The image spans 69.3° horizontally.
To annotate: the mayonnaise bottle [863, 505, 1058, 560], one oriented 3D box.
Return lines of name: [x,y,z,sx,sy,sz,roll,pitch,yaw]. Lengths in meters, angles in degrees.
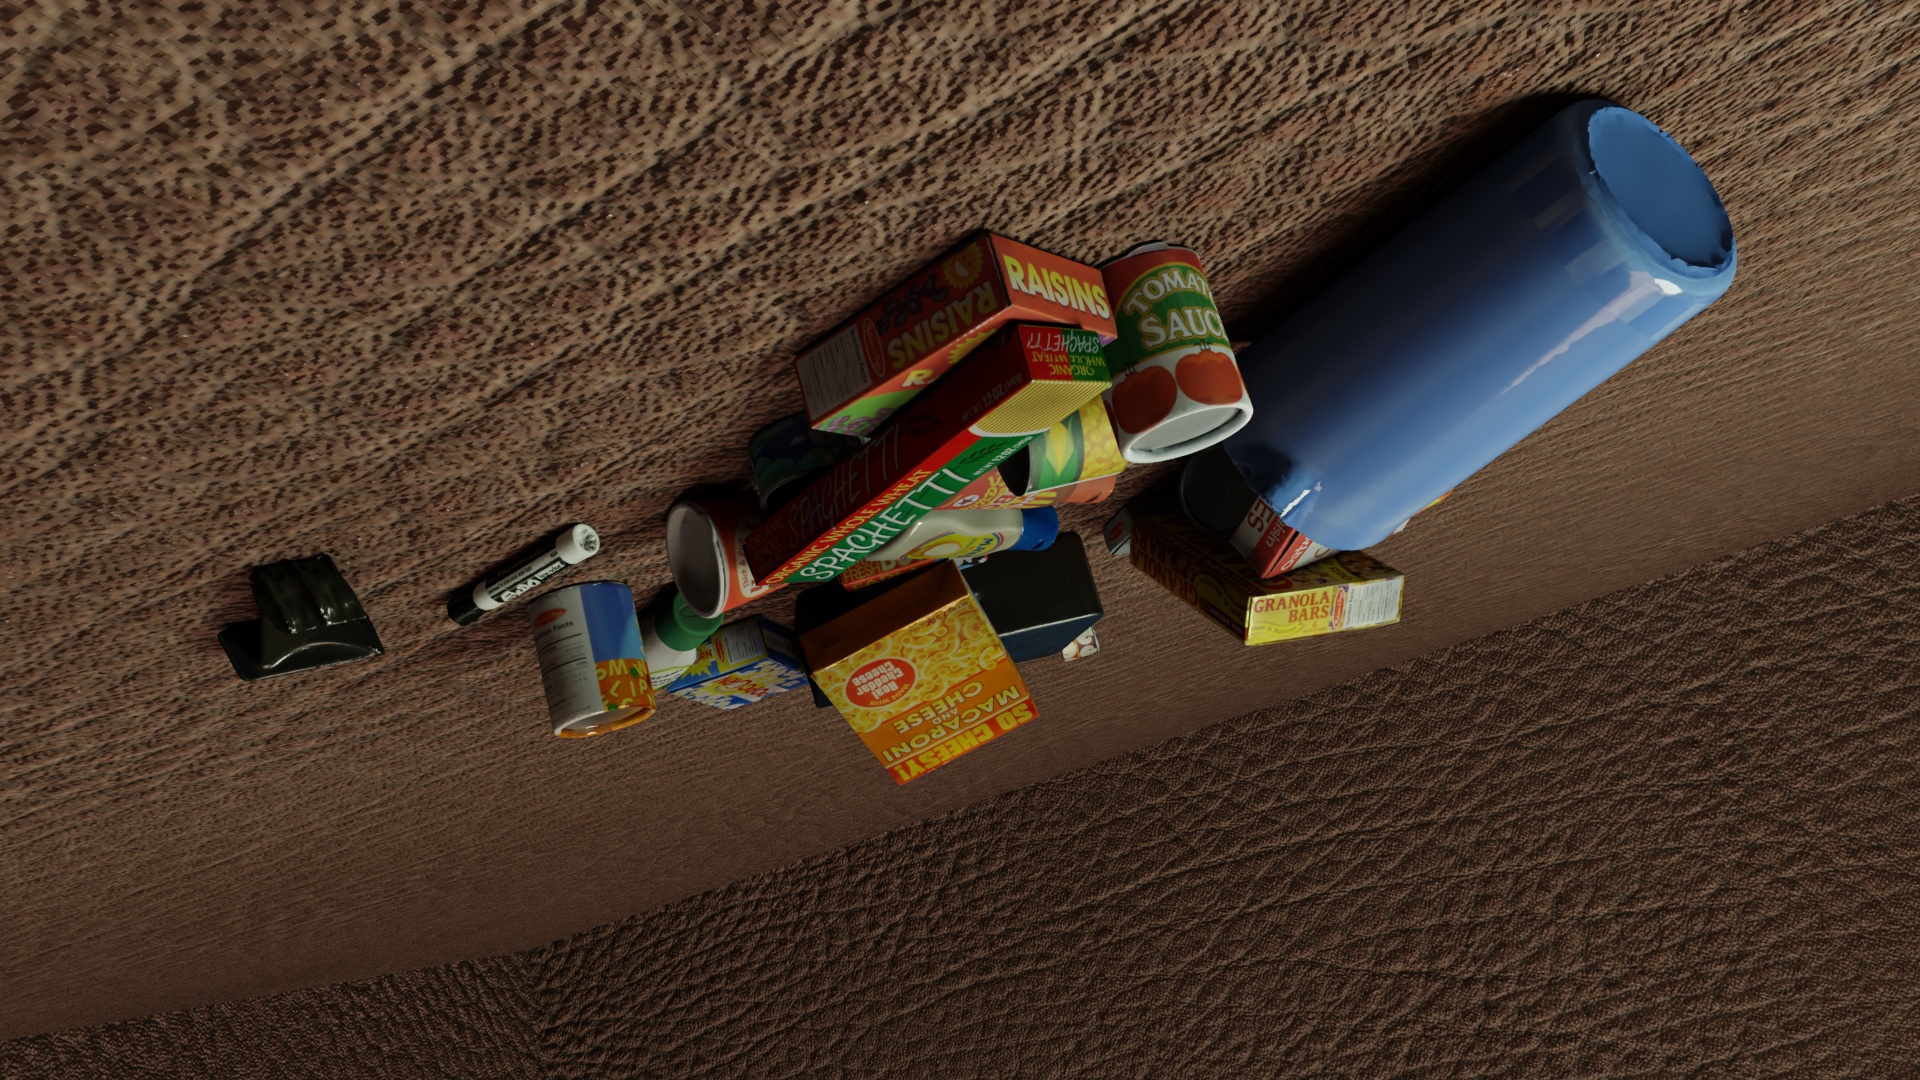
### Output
mayonnaise bottle: [0.003,-0.011,0.905,0.148,0.041,0.064,1,155,-45]

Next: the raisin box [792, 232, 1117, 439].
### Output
raisin box: [-0.003,-0.089,0.639,0.123,0.040,0.086,-26,161,35]

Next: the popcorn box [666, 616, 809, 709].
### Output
popcorn box: [-0.175,0.100,1.110,0.085,0.038,0.126,-20,164,7]

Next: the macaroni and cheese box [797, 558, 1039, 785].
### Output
macaroni and cheese box: [-0.026,0.099,1.009,0.124,0.040,0.165,-27,138,2]

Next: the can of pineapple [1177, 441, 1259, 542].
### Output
can of pineapple: [0.195,-0.033,0.973,0.071,0.071,0.058,-28,161,34]

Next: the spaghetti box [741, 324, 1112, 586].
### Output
spaghetti box: [-0.026,-0.033,0.677,0.050,0.029,0.249,-2,160,-39]

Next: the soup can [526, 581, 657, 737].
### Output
soup can: [-0.233,0.076,0.887,0.071,0.084,0.071,-16,164,-4]

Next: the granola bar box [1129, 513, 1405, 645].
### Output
granola bar box: [0.214,0.021,0.993,0.124,0.039,0.166,-6,-159,-20]

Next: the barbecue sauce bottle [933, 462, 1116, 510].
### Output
barbecue sauce bottle: [0.034,-0.042,0.827,0.149,0.044,0.064,0,157,-46]

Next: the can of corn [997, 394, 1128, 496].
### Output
can of corn: [0.051,-0.063,0.736,0.058,0.071,0.071,-13,164,-15]

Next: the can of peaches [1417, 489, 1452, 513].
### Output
can of peaches: [0.337,-0.050,1.065,0.071,0.071,0.057,-7,161,-29]

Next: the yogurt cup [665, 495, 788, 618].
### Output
yogurt cup: [-0.129,0.006,0.791,0.054,0.072,0.072,-15,166,-35]

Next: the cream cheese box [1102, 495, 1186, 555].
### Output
cream cheese box: [0.169,-0.016,1.088,0.104,0.024,0.053,-11,164,-18]

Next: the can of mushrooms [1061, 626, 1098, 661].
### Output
can of mushrooms: [0.099,0.073,1.246,0.033,0.071,0.071,-16,164,1]

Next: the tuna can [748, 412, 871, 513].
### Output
tuna can: [-0.075,-0.042,0.735,0.071,0.033,0.071,-15,164,-4]

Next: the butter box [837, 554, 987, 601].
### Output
butter box: [-0.034,0.013,0.983,0.103,0.024,0.053,-17,164,2]

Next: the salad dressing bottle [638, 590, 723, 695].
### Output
salad dressing bottle: [-0.208,0.072,0.971,0.064,0.044,0.147,-8,162,-34]

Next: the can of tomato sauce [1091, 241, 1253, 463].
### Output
can of tomato sauce: [0.096,-0.088,0.659,0.071,0.083,0.071,-15,164,-4]

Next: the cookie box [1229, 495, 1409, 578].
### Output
cookie box: [0.272,-0.045,0.937,0.168,0.040,0.122,-15,142,-40]
